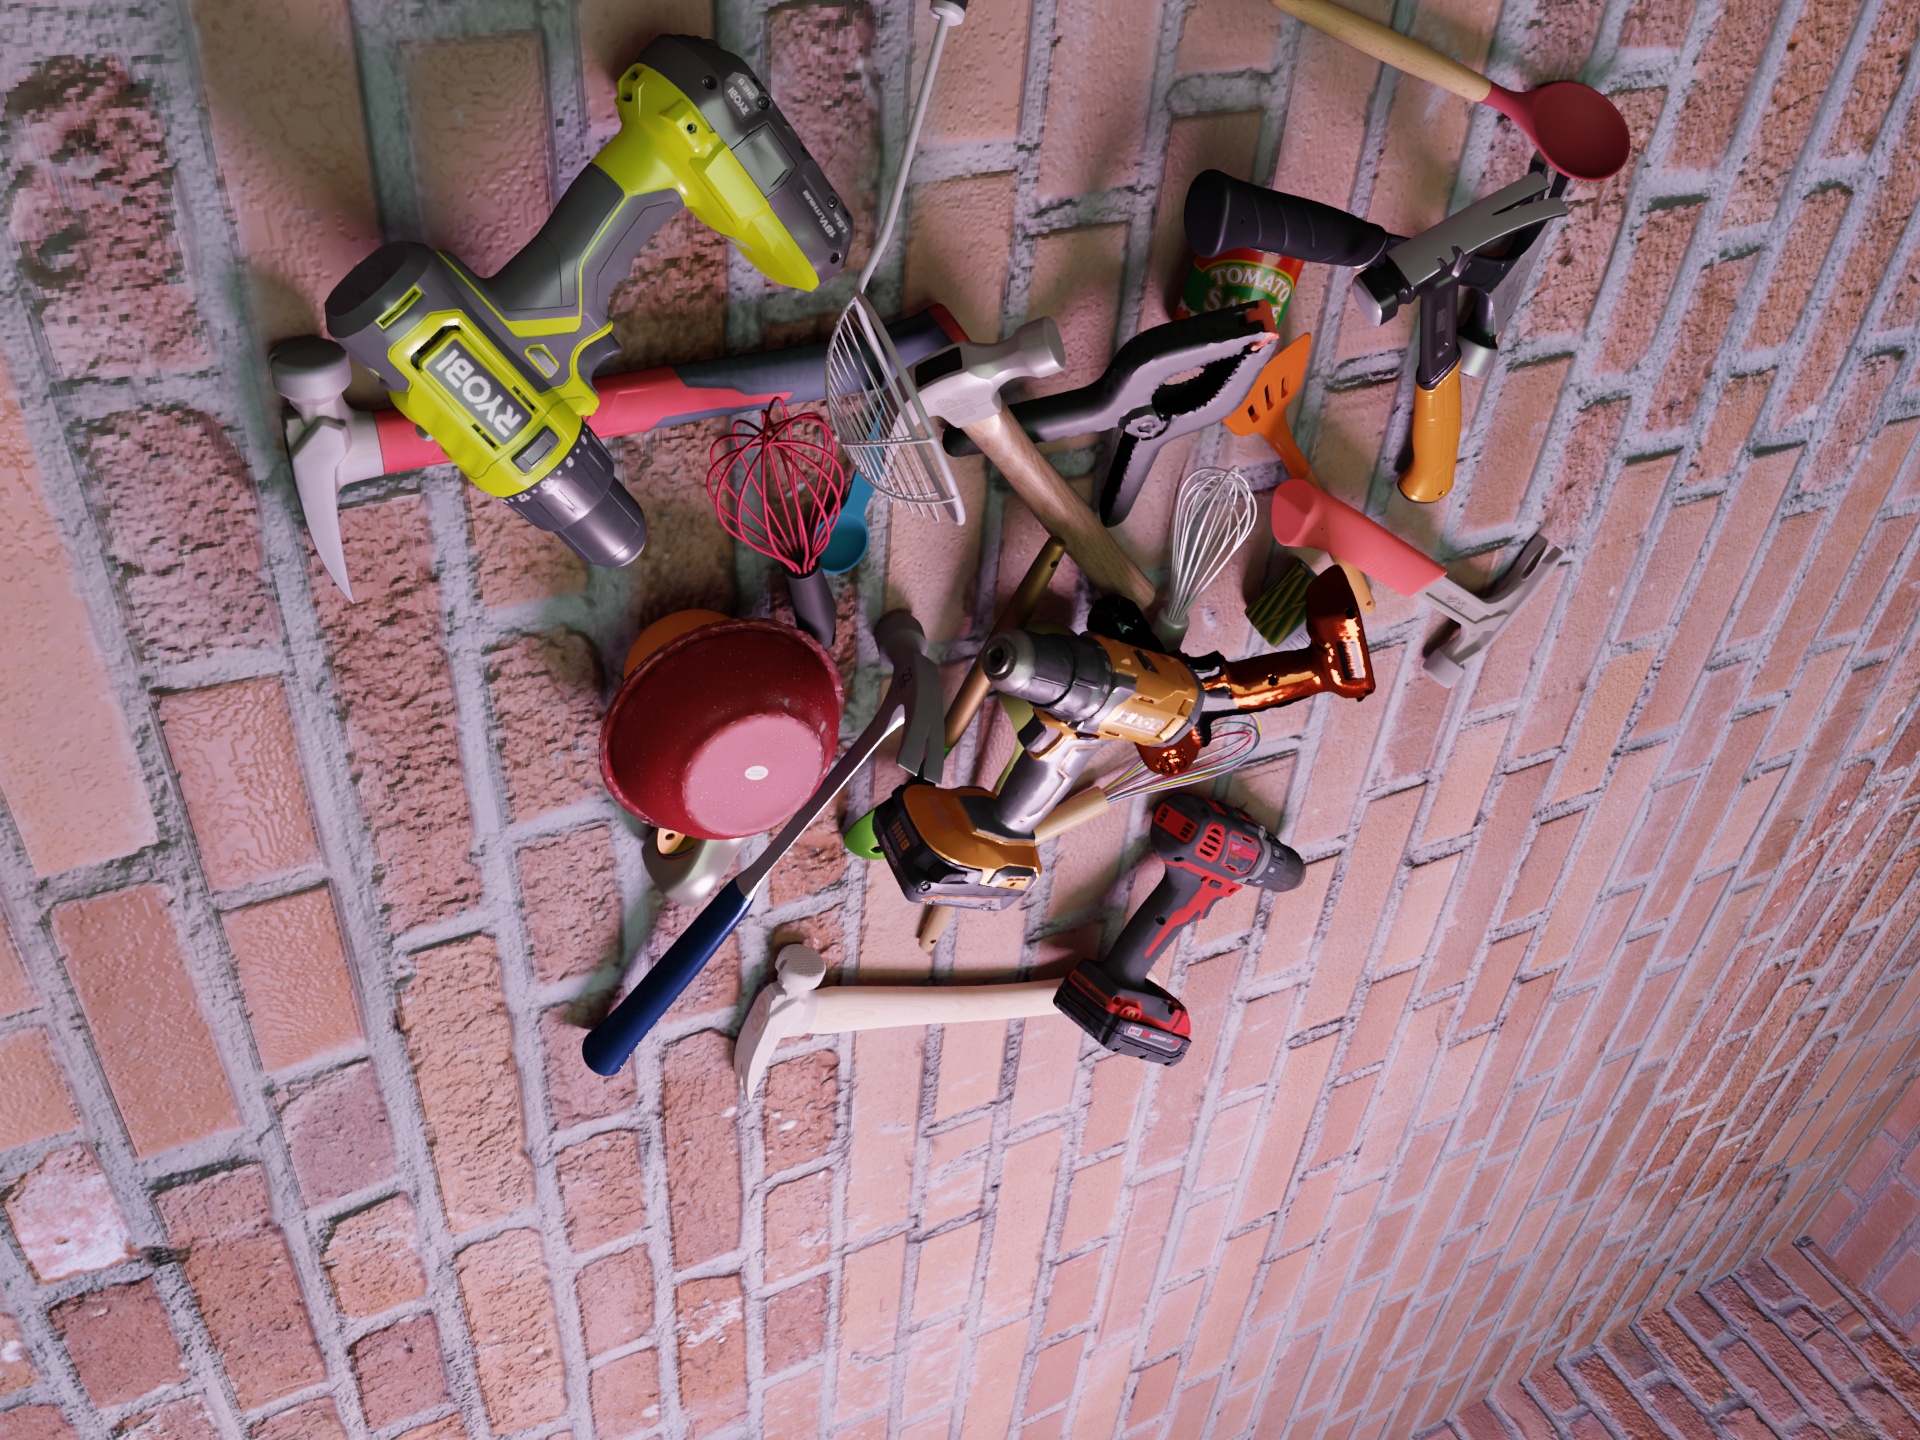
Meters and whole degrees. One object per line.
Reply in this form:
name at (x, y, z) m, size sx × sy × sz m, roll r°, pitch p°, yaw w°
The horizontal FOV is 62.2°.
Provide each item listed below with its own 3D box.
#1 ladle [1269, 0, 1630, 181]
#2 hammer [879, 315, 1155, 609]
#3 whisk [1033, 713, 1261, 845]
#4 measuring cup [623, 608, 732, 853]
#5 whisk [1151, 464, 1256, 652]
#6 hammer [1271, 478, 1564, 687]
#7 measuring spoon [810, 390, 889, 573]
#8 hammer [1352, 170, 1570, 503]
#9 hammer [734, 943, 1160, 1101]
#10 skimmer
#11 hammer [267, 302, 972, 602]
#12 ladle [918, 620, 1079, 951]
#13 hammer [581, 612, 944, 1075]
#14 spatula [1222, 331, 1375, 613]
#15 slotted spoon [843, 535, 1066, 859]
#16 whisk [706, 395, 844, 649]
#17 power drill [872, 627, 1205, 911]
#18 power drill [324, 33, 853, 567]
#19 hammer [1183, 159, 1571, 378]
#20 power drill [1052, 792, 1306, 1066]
ladle at (0.311, -0.403, 0.998) m, size 0.315 × 0.031 × 0.069 m, roll 7°, pitch 79°, yaw -33°
hammer at (0.055, -0.142, 1.013) m, size 0.130 × 0.031 × 0.331 m, roll -15°, pitch 155°, yaw 20°
whisk at (0.136, 0.056, 1.278) m, size 0.245 × 0.051 × 0.047 m, roll -26°, pitch 142°, yaw -8°
measuring cup at (-0.179, 0.006, 1.022) m, size 0.095 × 0.052 × 0.173 m, roll -3°, pitch 129°, yaw -31°
whisk at (0.160, -0.082, 1.171) m, size 0.059 × 0.058 × 0.246 m, roll -46°, pitch 159°, yaw -48°
hammer at (0.351, -0.125, 1.236) m, size 0.358 × 0.037 × 0.149 m, roll 18°, pitch 114°, yaw -48°
measuring spoon at (-0.063, -0.153, 0.989) m, size 0.042 × 0.021 × 0.128 m, roll 11°, pitch 110°, yaw -39°
hammer at (0.328, -0.233, 1.072) m, size 0.127 × 0.034 × 0.336 m, roll -29°, pitch 158°, yaw 4°
hammer at (0.004, 0.249, 1.363) m, size 0.410 × 0.038 × 0.146 m, roll 3°, pitch 126°, yaw -35°
skimmer at (0.005, -0.284, 0.798) m, size 0.090 × 0.127 × 0.363 m, roll 14°, pitch 98°, yaw -8°
hammer at (-0.169, -0.166, 0.888) m, size 0.386 × 0.038 × 0.143 m, roll -14°, pitch 134°, yaw -23°
ladle at (0.020, 0.059, 1.214) m, size 0.078 × 0.062 × 0.320 m, roll 0°, pitch 133°, yaw -30°
hammer at (-0.142, 0.111, 1.097) m, size 0.035 × 0.144 × 0.405 m, roll 28°, pitch 116°, yaw -29°
spatula at (0.262, -0.164, 1.169) m, size 0.081 × 0.041 × 0.322 m, roll -41°, pitch 138°, yaw 3°
slotted spoon at (-0.002, -0.004, 1.109) m, size 0.070 × 0.031 × 0.313 m, roll 0°, pitch 135°, yaw -37°
whisk at (-0.094, -0.098, 0.911) m, size 0.073 × 0.073 × 0.295 m, roll -30°, pitch 165°, yaw -8°
power drill at (0.036, 0.028, 1.068) m, size 0.185 × 0.084 × 0.226 m, roll 13°, pitch 128°, yaw -46°
power drill at (-0.167, -0.202, 0.789) m, size 0.228 × 0.080 × 0.190 m, roll -46°, pitch 131°, yaw -6°
hammer at (0.265, -0.296, 0.988) m, size 0.408 × 0.036 × 0.149 m, roll -9°, pitch 129°, yaw -48°
power drill at (0.200, 0.181, 1.381) m, size 0.187 × 0.080 × 0.226 m, roll 24°, pitch 97°, yaw -42°
